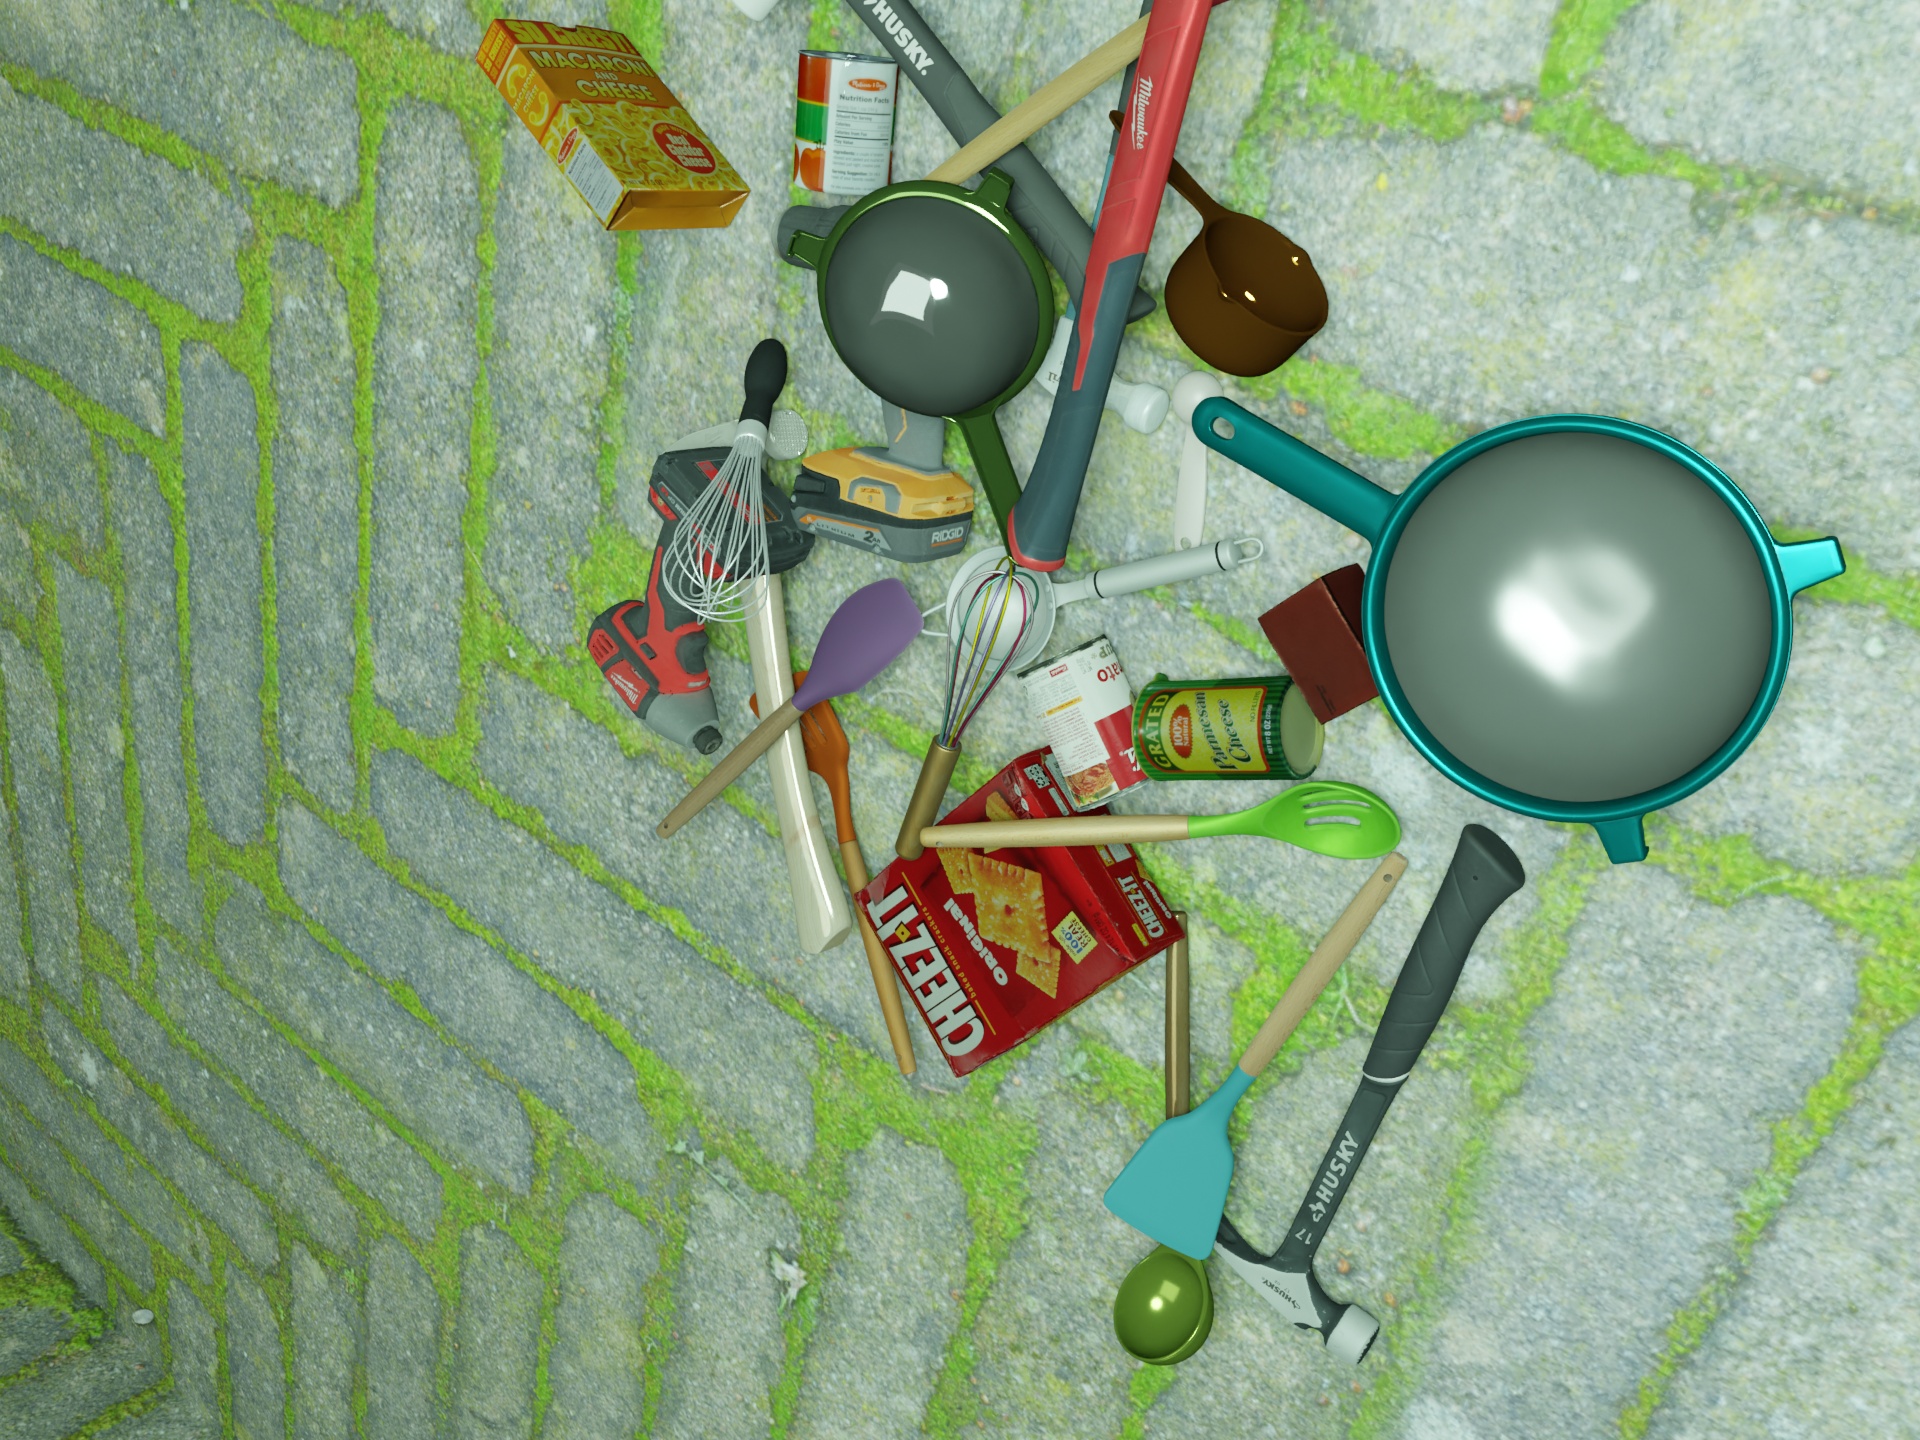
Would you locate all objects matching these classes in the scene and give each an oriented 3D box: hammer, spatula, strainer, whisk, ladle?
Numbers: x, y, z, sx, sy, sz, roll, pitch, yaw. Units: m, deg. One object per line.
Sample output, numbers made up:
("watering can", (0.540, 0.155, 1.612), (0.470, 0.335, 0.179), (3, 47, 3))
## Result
("hammer", (0.005, -0.370, 0.954), (0.146, 0.035, 0.335), (-39, 86, 26))
("hammer", (0.096, -0.249, 0.879), (0.143, 0.038, 0.386), (42, 132, 37))
("hammer", (-0.149, -0.023, 1.230), (0.146, 0.038, 0.410), (-5, 96, 40))
("spatula", (-0.089, 0.120, 1.247), (0.081, 0.041, 0.323), (-22, 81, 40))
("spatula", (-0.137, 0.000, 1.188), (0.316, 0.018, 0.060), (-42, 71, 31))
("strainer", (-0.006, -0.194, 0.971), (0.151, 0.069, 0.256), (-8, 121, 26))
("whisk", (-0.001, -0.005, 1.087), (0.047, 0.051, 0.244), (47, 129, 38))
("ladle", (0.143, 0.293, 1.113), (0.078, 0.062, 0.320), (7, 100, 51))
("hammer", (0.106, -0.347, 0.944), (0.128, 0.033, 0.330), (29, 122, 25))
("hammer", (0.267, 0.241, 1.040), (0.149, 0.036, 0.408), (31, 123, 27))
("whisk", (-0.147, -0.171, 1.085), (0.070, 0.285, 0.070), (3, 139, 3))
("strainer", (0.281, -0.093, 0.865), (0.341, 0.095, 0.211), (36, 123, 25))
("ladle", (0.090, -0.374, 0.890), (0.315, 0.031, 0.069), (-29, 104, 23))
("strainer", (0.085, -0.086, 1.051), (0.258, 0.050, 0.087), (-11, 86, 37))
("spatula", (0.203, 0.216, 1.042), (0.082, 0.044, 0.317), (29, 113, 2))

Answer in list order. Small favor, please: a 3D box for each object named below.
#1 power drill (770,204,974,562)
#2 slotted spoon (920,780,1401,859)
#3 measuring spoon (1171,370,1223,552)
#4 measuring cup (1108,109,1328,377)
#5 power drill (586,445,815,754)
("power drill", (-0.062, -0.239, 1.087), (0.185, 0.084, 0.226), (21, 114, 31))
("slotted spoon", (0.122, 0.068, 1.028), (0.314, 0.031, 0.070), (-4, 134, 18))
("measuring spoon", (0.143, -0.156, 0.997), (0.034, 0.018, 0.124), (16, 117, 33))
("measuring cup", (0.132, -0.270, 0.911), (0.173, 0.095, 0.052), (49, 138, 6))
("power drill", (-0.199, -0.084, 1.188), (0.143, 0.078, 0.219), (49, 130, 22))
